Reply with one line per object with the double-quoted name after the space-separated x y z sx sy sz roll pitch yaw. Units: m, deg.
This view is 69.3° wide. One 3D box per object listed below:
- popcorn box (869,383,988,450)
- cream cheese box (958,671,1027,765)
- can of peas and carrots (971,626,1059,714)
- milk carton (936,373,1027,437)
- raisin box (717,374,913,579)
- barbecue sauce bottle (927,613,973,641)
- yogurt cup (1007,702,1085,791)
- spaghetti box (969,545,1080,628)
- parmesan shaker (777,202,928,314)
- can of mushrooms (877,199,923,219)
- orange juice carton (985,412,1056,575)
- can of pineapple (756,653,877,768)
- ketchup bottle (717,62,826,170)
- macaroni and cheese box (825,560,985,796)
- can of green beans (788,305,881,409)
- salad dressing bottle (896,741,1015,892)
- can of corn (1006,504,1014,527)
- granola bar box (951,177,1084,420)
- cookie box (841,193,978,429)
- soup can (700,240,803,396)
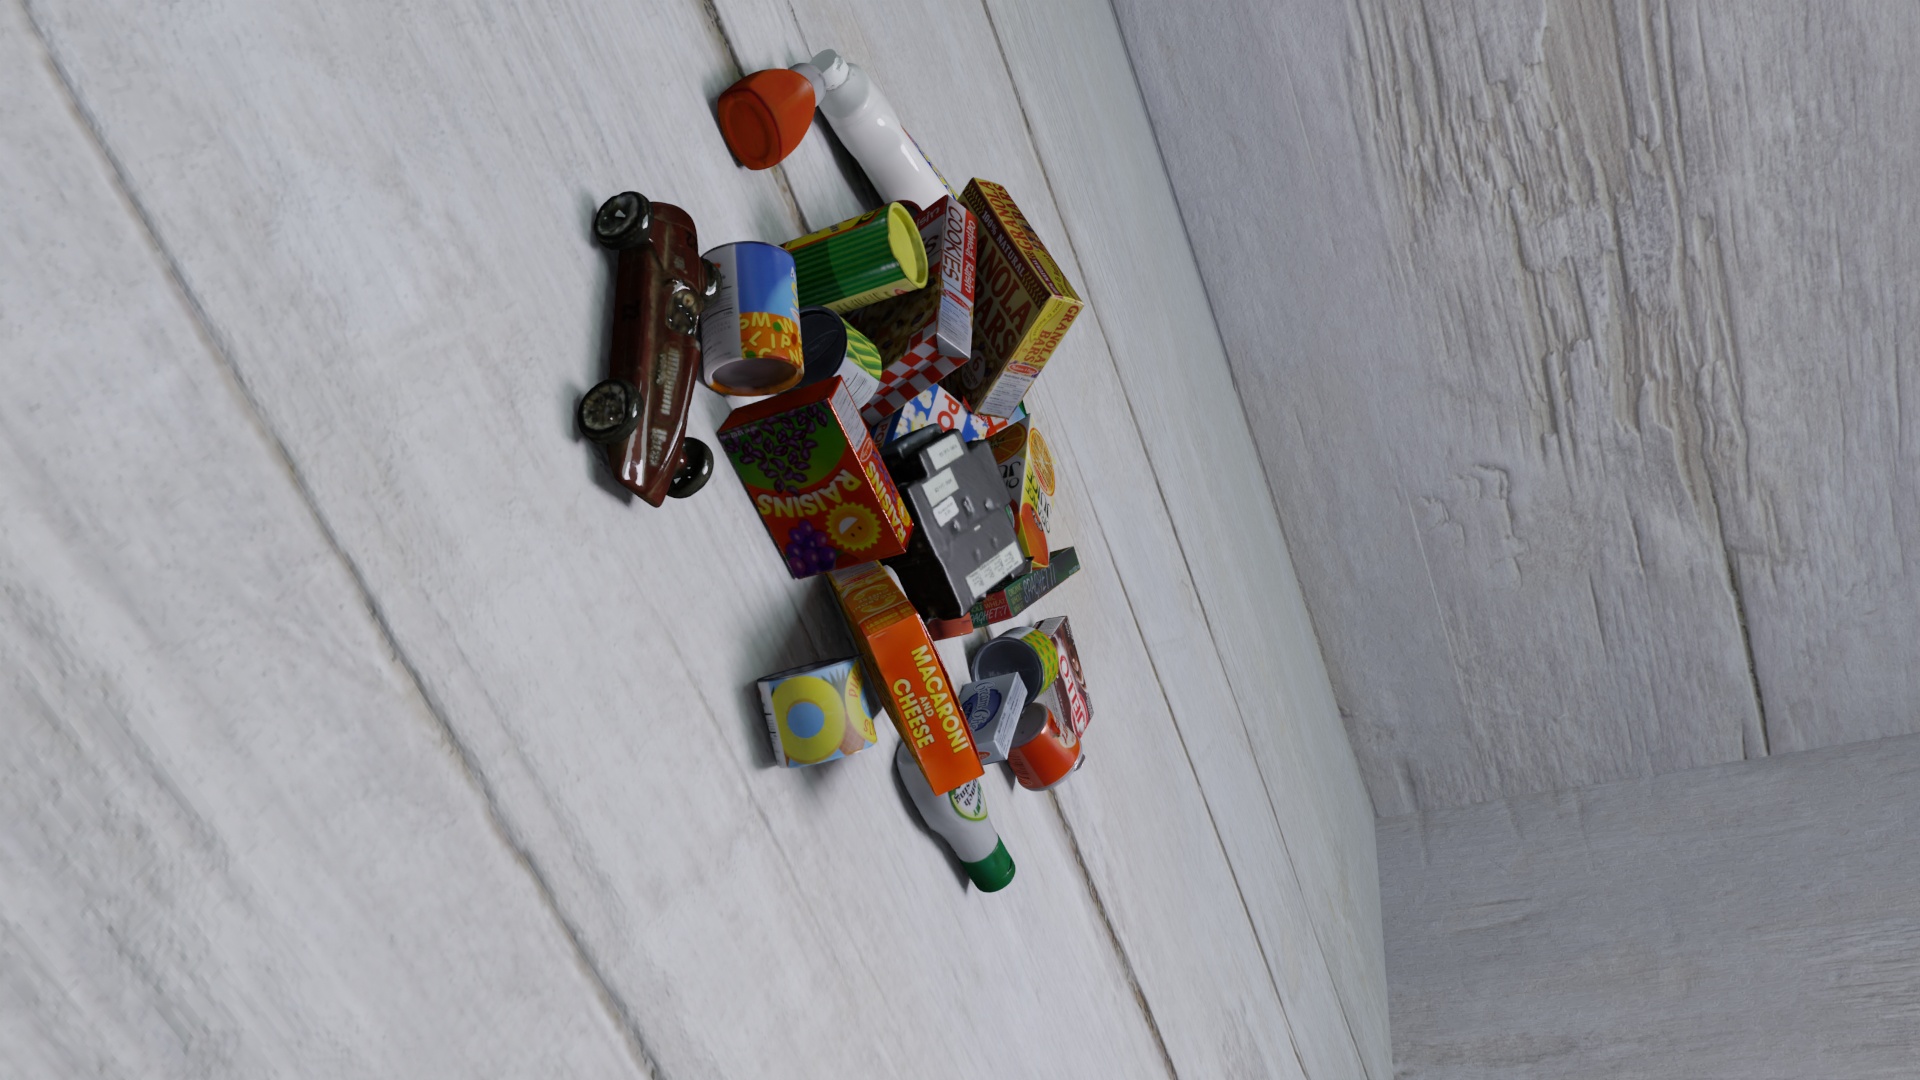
-0.033 -0.060 1.101 0.085 0.038 0.127 37 57 -32 "popcorn box"
0.020 0.151 1.153 0.024 0.053 0.104 66 22 -21 "cream cheese box"
0.050 0.116 1.239 0.059 0.071 0.071 -19 94 -70 "can of peas and carrots"
-0.004 -0.125 1.249 0.191 0.072 0.073 -35 110 -68 "milk carton"
-0.095 -0.040 0.936 0.040 0.086 0.123 -74 144 -57 "raisin box"
-0.023 0.008 1.152 0.065 0.043 0.148 -3 80 -60 "barbecue sauce bottle"
0.068 0.183 1.246 0.053 0.072 0.073 54 28 -28 "yogurt cup"
0.061 0.043 1.337 0.251 0.050 0.028 -25 99 -69 "spaghetti box"
-0.086 -0.208 1.049 0.071 0.103 0.071 -16 91 -70 "parmesan shaker"
-0.053 -0.265 1.219 0.033 0.071 0.071 48 34 -49 "can of mushrooms"
0.041 -0.028 1.302 0.194 0.072 0.072 -81 150 -47 "orange juice carton"
-0.088 0.107 0.878 0.071 0.071 0.058 -12 89 -70 "can of pineapple"
-0.140 -0.337 1.078 0.149 0.043 0.064 -69 141 -58 "ketchup bottle"
-0.041 0.085 0.950 0.123 0.040 0.167 68 -9 -18 "macaroni and cheese box"
-0.099 -0.131 1.016 0.058 0.071 0.071 32 48 -63 "can of green beans"
0.000 0.211 1.074 0.064 0.044 0.147 -73 144 -52 "salad dressing bottle"
0.004 -0.015 1.211 0.058 0.071 0.071 -4 80 -69 "can of corn"
0.023 -0.201 1.146 0.039 0.123 0.166 7 42 -37 "granola bar box"
-0.045 -0.182 1.106 0.040 0.122 0.168 34 42 -32 "cookie box"
-0.137 -0.145 0.922 0.071 0.071 0.084 30 49 -63 "soup can"
